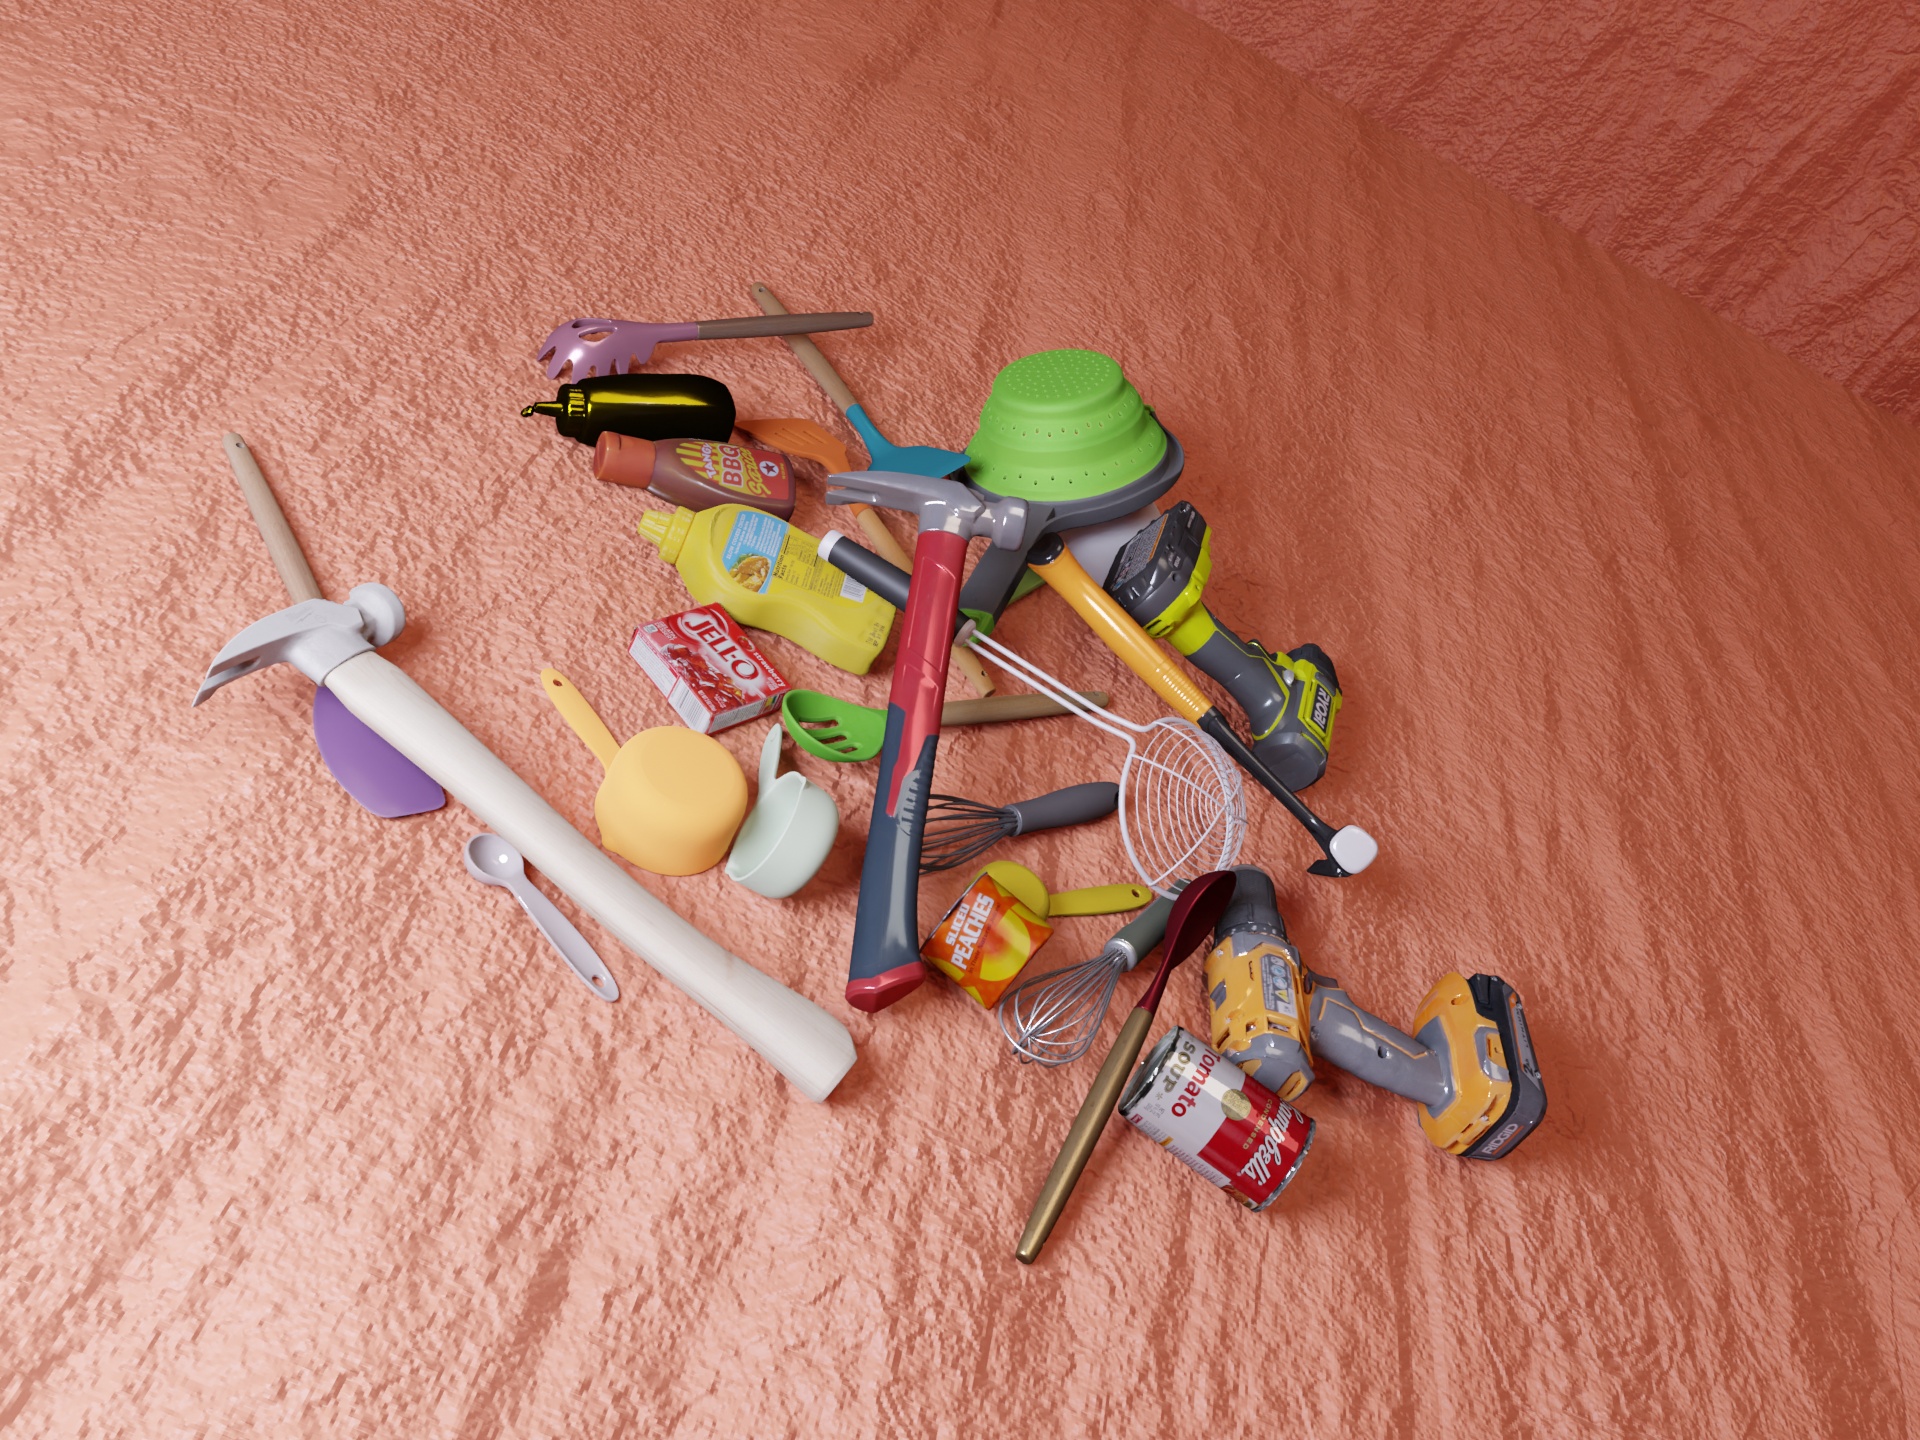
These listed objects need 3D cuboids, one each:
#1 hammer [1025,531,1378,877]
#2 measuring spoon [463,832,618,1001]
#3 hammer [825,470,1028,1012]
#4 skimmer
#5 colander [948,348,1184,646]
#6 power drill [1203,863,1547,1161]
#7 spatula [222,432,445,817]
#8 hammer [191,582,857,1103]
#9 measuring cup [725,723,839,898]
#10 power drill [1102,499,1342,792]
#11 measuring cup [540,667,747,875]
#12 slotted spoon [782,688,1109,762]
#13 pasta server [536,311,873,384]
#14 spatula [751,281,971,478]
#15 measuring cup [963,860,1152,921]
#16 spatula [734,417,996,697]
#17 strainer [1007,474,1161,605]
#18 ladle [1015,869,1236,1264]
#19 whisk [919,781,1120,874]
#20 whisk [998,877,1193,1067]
[{"bbox_3d":[0.173,-0.012,1.190,0.337,0.034,0.127,46,-3,6],"label":"hammer"},{"bbox_3d":[-0.237,0.114,0.894,0.124,0.018,0.034,47,28,8],"label":"measuring spoon"},{"bbox_3d":[-0.046,-0.001,1.026,0.143,0.038,0.387,9,58,-2],"label":"hammer"},{"bbox_3d":[0.046,-0.011,1.125,0.363,0.090,0.127,33,52,9],"label":"skimmer"},{"bbox_3d":[0.059,-0.204,1.296,0.204,0.094,0.397,7,40,20],"label":"colander"},{"bbox_3d":[0.274,0.196,1.099,0.226,0.084,0.186,18,40,-11],"label":"power drill"},{"bbox_3d":[-0.396,-0.065,0.969,0.059,0.018,0.316,-9,55,-42],"label":"spatula"},{"bbox_3d":[-0.230,0.077,0.892,0.410,0.038,0.146,39,28,3],"label":"hammer"},{"bbox_3d":[-0.109,0.052,1.012,0.038,0.083,0.168,34,20,-20],"label":"measuring cup"},{"bbox_3d":[0.224,-0.066,1.312,0.223,0.080,0.171,43,38,-14],"label":"power drill"},{"bbox_3d":[-0.202,0.015,0.986,0.174,0.052,0.095,48,41,15],"label":"measuring cup"},{"bbox_3d":[-0.002,-0.004,1.157,0.313,0.031,0.070,-6,46,-42],"label":"slotted spoon"},{"bbox_3d":[-0.203,-0.322,1.333,0.316,0.040,0.060,-16,59,-39],"label":"pasta server"},{"bbox_3d":[-0.105,-0.292,1.376,0.082,0.044,0.318,-29,60,-15],"label":"spatula"},{"bbox_3d":[0.074,0.118,1.080,0.156,0.029,0.062,-2,50,-33],"label":"measuring cup"},{"bbox_3d":[-0.068,-0.140,1.265,0.081,0.041,0.323,-14,62,-44],"label":"spatula"},{"bbox_3d":[0.096,-0.156,1.351,0.151,0.069,0.256,42,38,11],"label":"strainer"},{"bbox_3d":[0.104,0.203,0.984,0.031,0.069,0.315,19,46,18],"label":"ladle"},{"bbox_3d":[0.035,0.066,1.099,0.239,0.055,0.055,-9,54,-45],"label":"whisk"},{"bbox_3d":[0.100,0.158,1.046,0.059,0.057,0.246,36,34,17],"label":"whisk"}]
